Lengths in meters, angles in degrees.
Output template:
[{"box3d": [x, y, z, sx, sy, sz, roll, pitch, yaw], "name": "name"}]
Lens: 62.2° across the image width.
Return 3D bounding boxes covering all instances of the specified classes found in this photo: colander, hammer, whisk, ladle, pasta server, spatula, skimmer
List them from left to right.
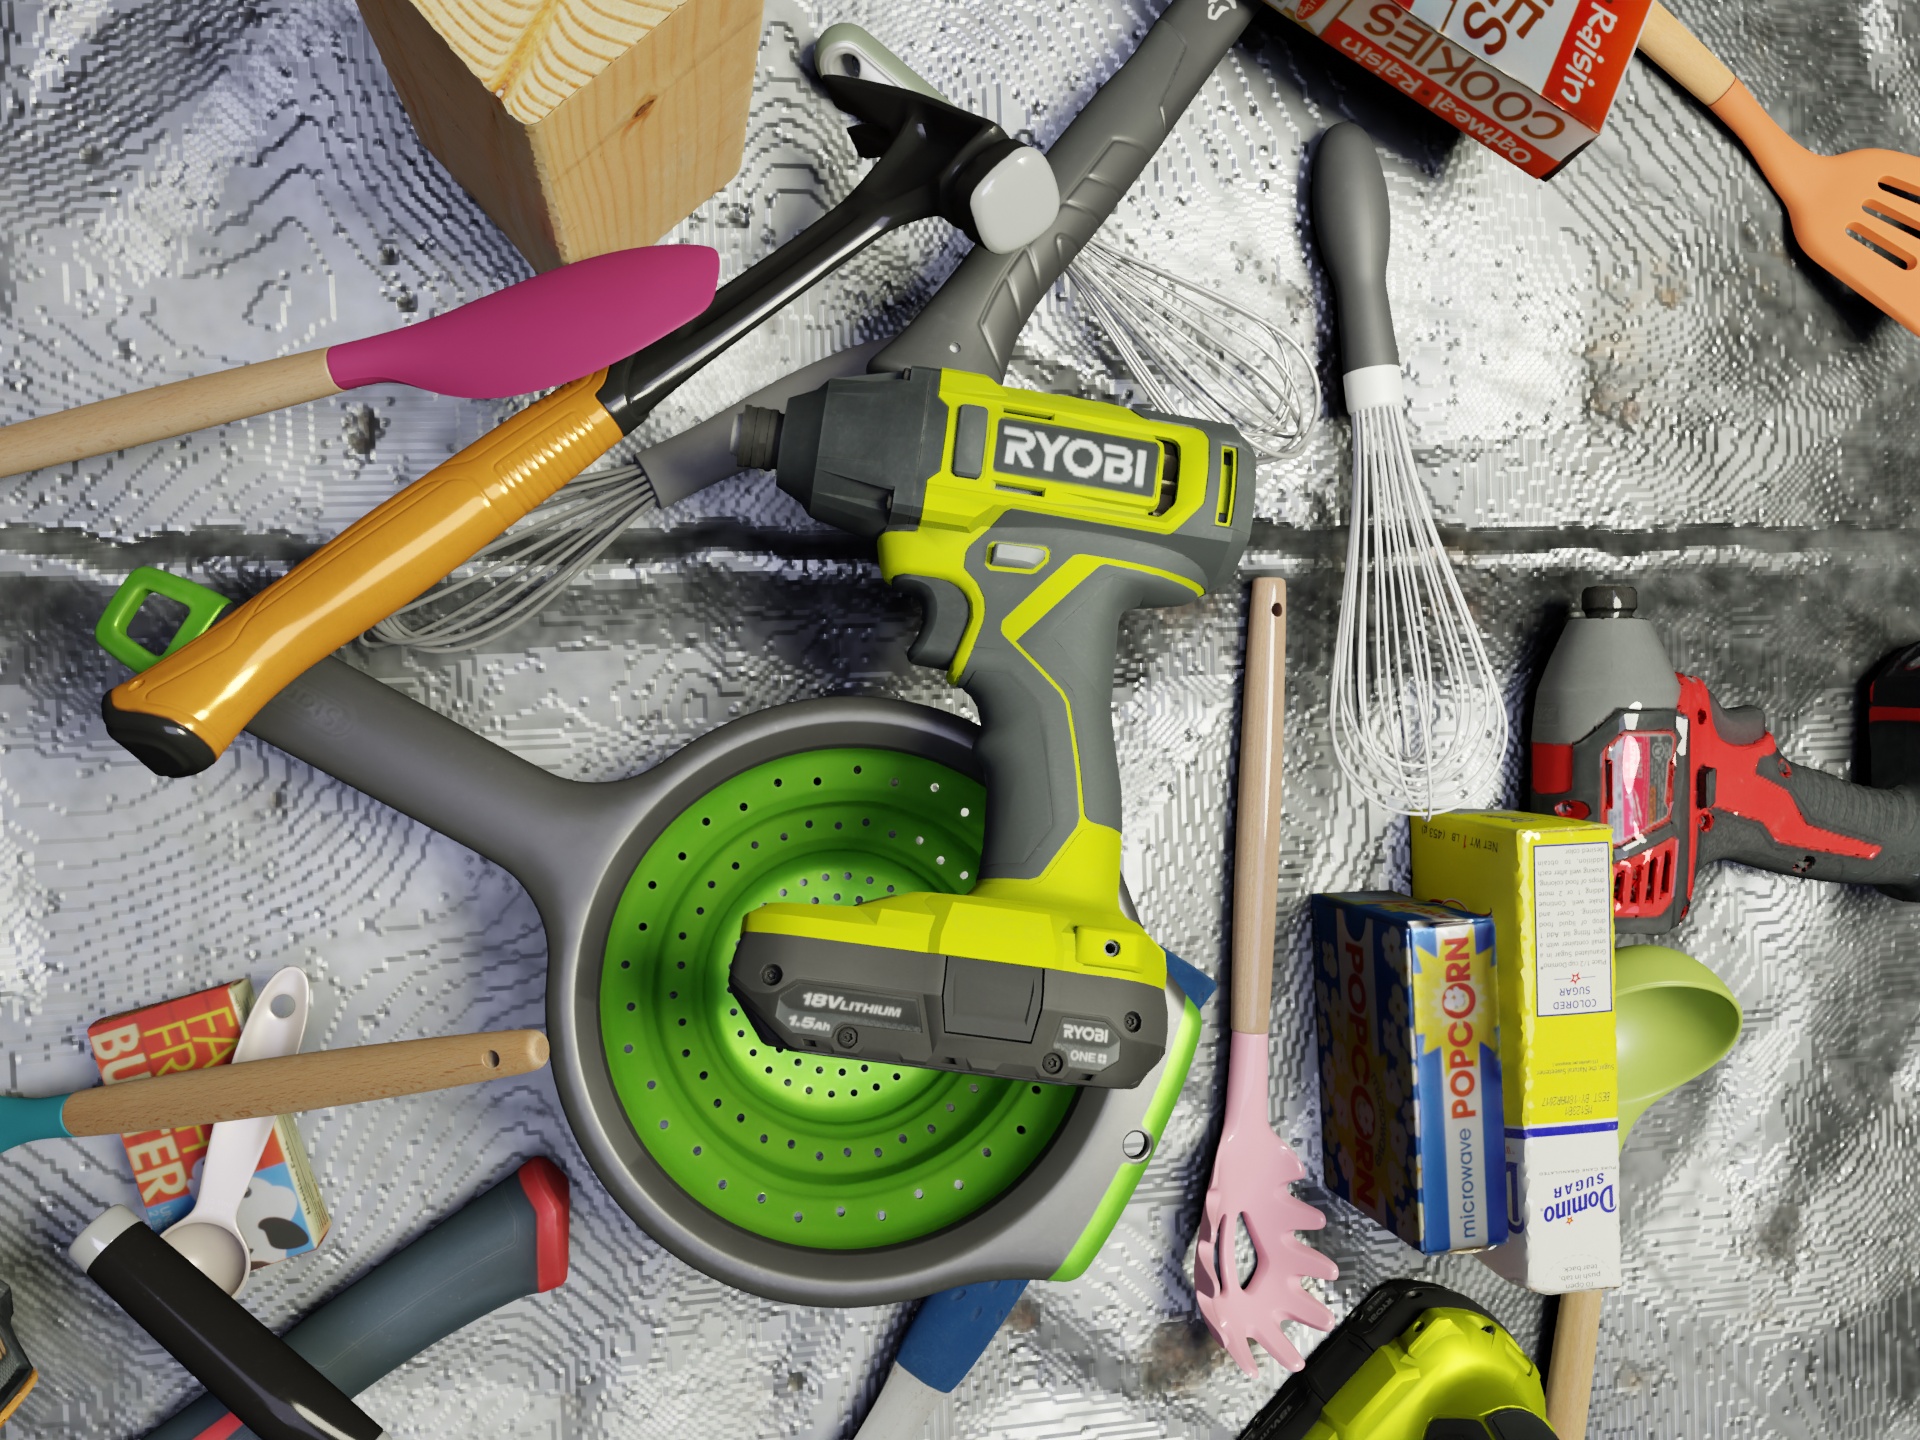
[{"box3d": [-0.313, 0.274, 0.570, 0.386, 0.038, 0.143, -36, 96, -7], "name": "hammer"}, {"box3d": [-0.284, 0.135, 0.534, 0.317, 0.044, 0.082, -11, 92, 16], "name": "spatula"}, {"box3d": [-0.158, 0.293, 0.561, 0.363, 0.090, 0.127, 41, 81, 0], "name": "skimmer"}, {"box3d": [-0.130, -0.100, 0.521, 0.337, 0.127, 0.034, -38, 134, -9], "name": "hammer"}, {"box3d": [-0.113, 0.059, 0.574, 0.397, 0.094, 0.204, 29, 80, -3], "name": "colander"}, {"box3d": [-0.115, -0.088, 0.595, 0.239, 0.055, 0.055, -29, 96, -13], "name": "whisk"}, {"box3d": [-0.016, 0.269, 0.624, 0.144, 0.035, 0.405, 33, 86, -9], "name": "hammer"}, {"box3d": [0.042, -0.184, 0.618, 0.246, 0.059, 0.057, 39, 128, -5], "name": "whisk"}, {"box3d": [0.071, -0.244, 0.597, 0.146, 0.035, 0.335, 38, 74, -8], "name": "hammer"}, {"box3d": [0.123, 0.100, 0.643, 0.060, 0.040, 0.316, 3, 90, -26], "name": "pasta server"}, {"box3d": [0.170, -0.101, 0.641, 0.070, 0.070, 0.284, -6, 87, -10], "name": "whisk"}, {"box3d": [0.265, 0.250, 0.664, 0.078, 0.062, 0.320, 6, 93, -8], "name": "ladle"}, {"box3d": [0.306, -0.283, 0.664, 0.322, 0.041, 0.081, 37, 86, -8], "name": "spatula"}]

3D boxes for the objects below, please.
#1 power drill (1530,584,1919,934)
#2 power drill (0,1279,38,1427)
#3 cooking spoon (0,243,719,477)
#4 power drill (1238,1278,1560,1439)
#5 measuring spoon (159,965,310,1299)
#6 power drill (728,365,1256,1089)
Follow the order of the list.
[{"box3d": [0.345, 0.015, 0.664, 0.219, 0.078, 0.143, -1, 91, -7], "name": "power drill"}, {"box3d": [-0.312, 0.295, 0.513, 0.185, 0.084, 0.226, -22, 97, -9], "name": "power drill"}, {"box3d": [-0.231, -0.112, 0.532, 0.319, 0.069, 0.017, -11, 137, 10], "name": "cooking spoon"}, {"box3d": [0.181, 0.310, 0.561, 0.190, 0.228, 0.080, -44, 98, -6], "name": "power drill"}, {"box3d": [-0.255, 0.148, 0.566, 0.034, 0.018, 0.124, 17, 81, -14], "name": "measuring spoon"}, {"box3d": [-0.001, -0.002, 0.513, 0.171, 0.080, 0.223, 8, 76, -6], "name": "power drill"}]
